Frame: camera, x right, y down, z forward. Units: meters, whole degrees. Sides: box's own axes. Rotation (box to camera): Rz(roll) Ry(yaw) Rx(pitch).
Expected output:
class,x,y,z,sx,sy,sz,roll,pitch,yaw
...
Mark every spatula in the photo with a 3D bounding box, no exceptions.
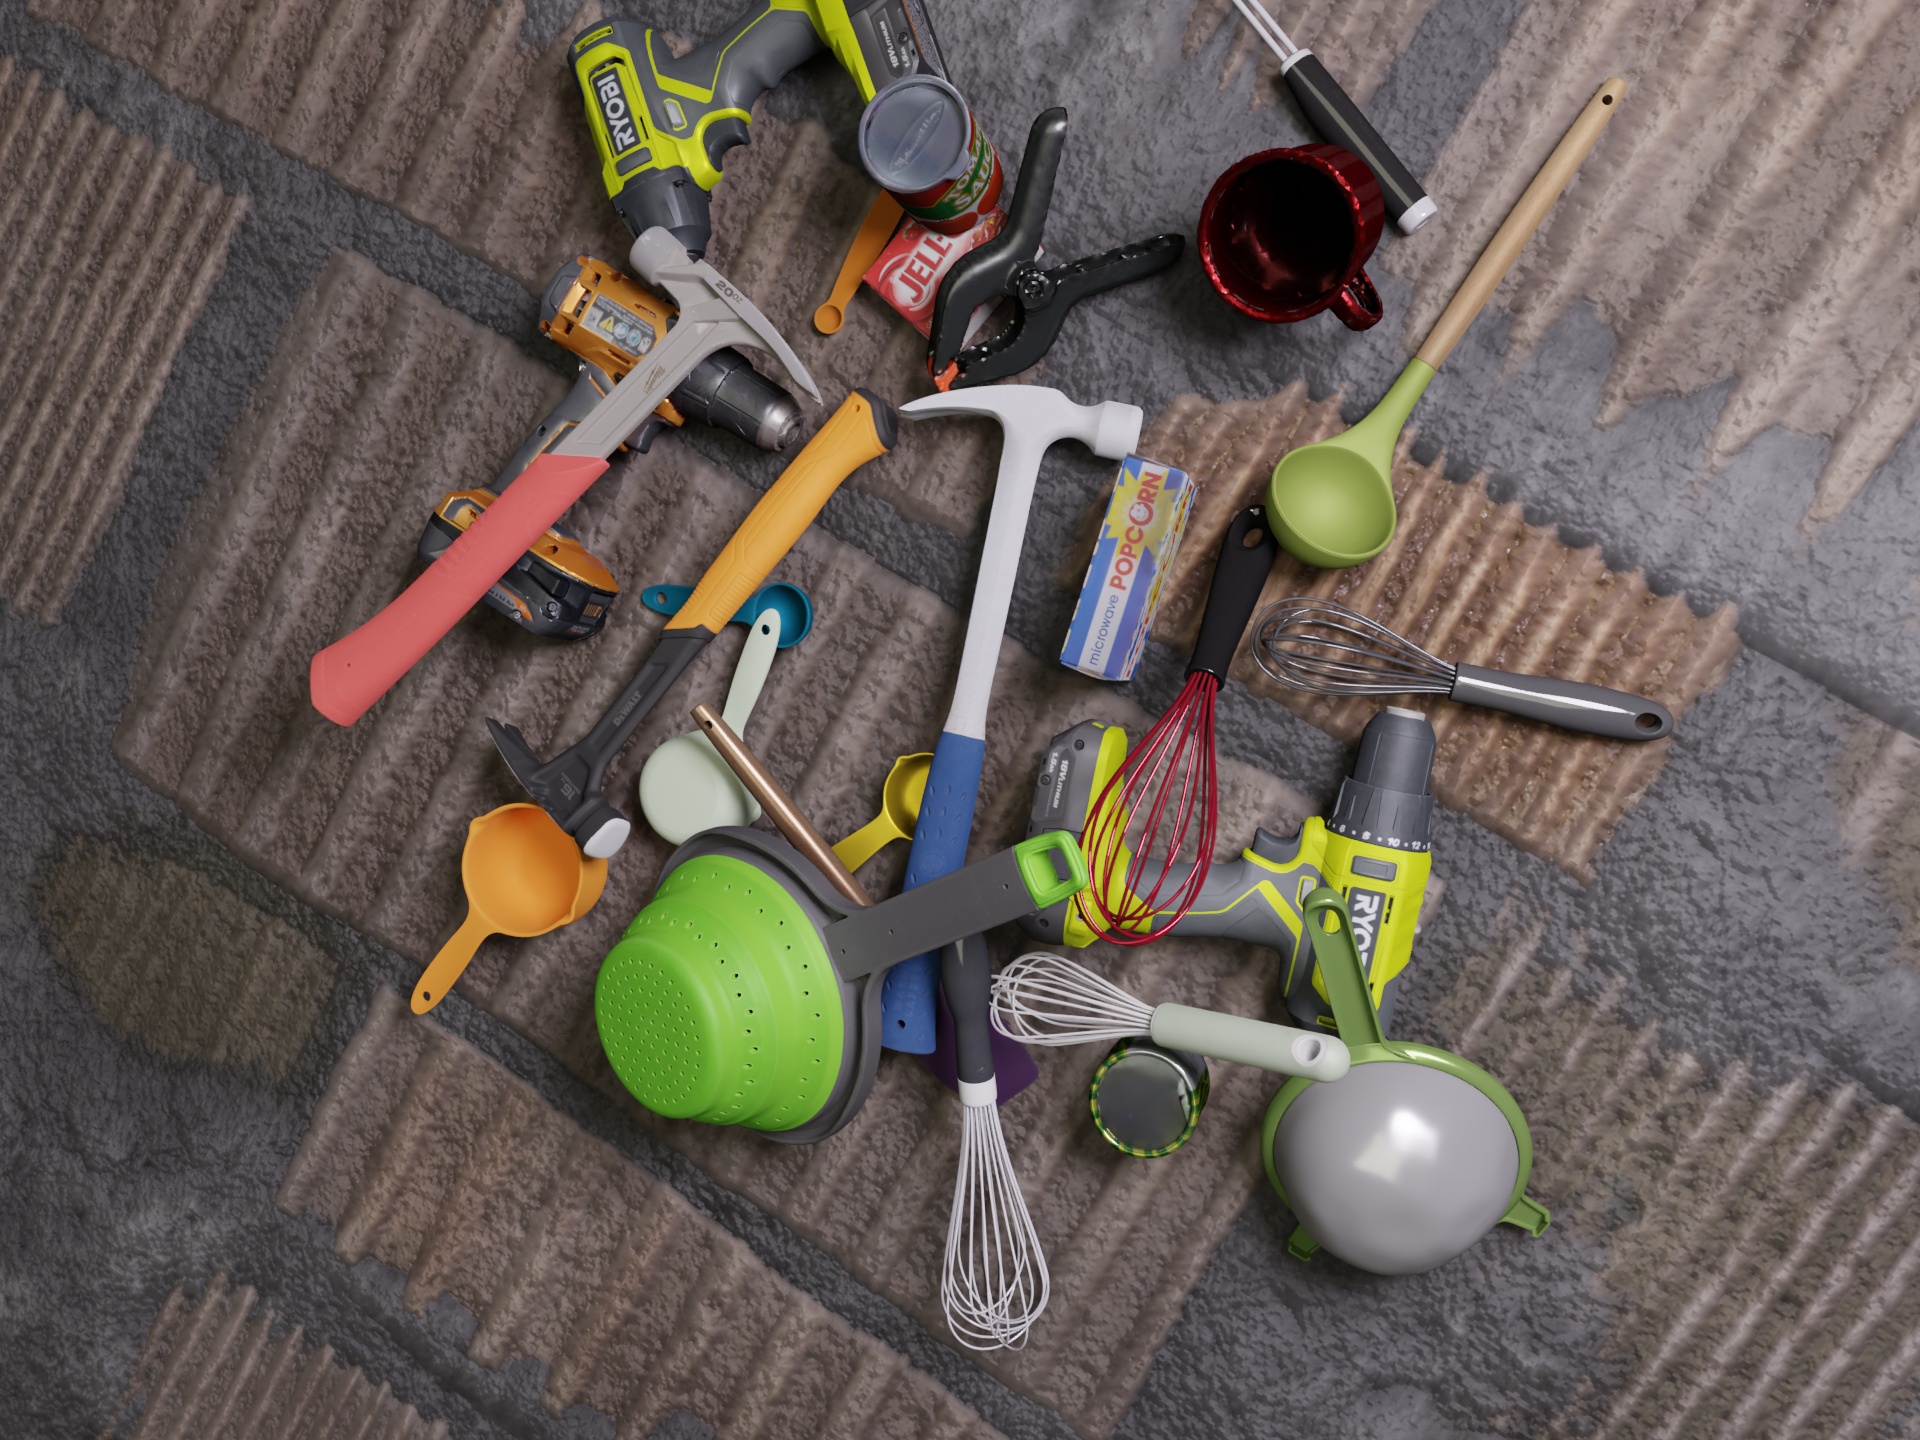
class,x,y,z,sx,sy,sz,roll,pitch,yaw
spatula,-0.066,0.115,0.989,0.060,0.018,0.316,-37,95,12

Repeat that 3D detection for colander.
class,x,y,z,sx,sy,sz,roll,pitch,yaw
colander,-0.096,0.144,0.905,0.397,0.094,0.204,-27,83,40

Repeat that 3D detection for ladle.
class,x,y,z,sx,sy,sz,roll,pitch,yaw
ladle,0.281,-0.225,0.900,0.078,0.062,0.320,34,97,1

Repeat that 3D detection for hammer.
class,x,y,z,sx,sy,sz,roll,pitch,yaw
hammer,-0.162,-0.077,1.010,0.127,0.034,0.337,43,95,26
hammer,-0.002,-0.003,0.960,0.144,0.035,0.405,12,91,4
hammer,-0.254,-0.126,0.970,0.359,0.036,0.149,-45,83,2

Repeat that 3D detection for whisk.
class,x,y,z,sx,sy,sz,roll,pitch,yaw
whisk,0.014,0.250,0.955,0.070,0.070,0.284,-2,103,15
whisk,0.109,0.172,0.906,0.246,0.059,0.058,4,60,42
whisk,0.285,-0.025,0.911,0.239,0.055,0.055,13,95,10
whisk,0.129,-0.007,0.880,0.073,0.073,0.296,16,61,14

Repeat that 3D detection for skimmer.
class,x,y,z,sx,sy,sz,roll,pitch,yaw
skimmer,0.165,-0.439,0.906,0.127,0.090,0.363,-35,84,-19

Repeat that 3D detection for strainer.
class,x,y,z,sx,sy,sz,roll,pitch,yaw
strainer,0.226,0.213,0.868,0.151,0.069,0.256,-12,114,18

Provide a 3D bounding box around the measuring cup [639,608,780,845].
class,x,y,z,sx,sy,sz,roll,pitch,yaw
measuring cup,-0.155,0.006,1.018,0.083,0.038,0.167,27,106,15

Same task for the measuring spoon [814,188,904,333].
class,x,y,z,sx,sy,sz,roll,pitch,yaw
measuring spoon,-0.059,-0.298,1.012,0.021,0.011,0.117,30,95,12

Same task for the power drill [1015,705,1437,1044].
class,x,y,z,sx,sy,sz,roll,pitch,yaw
power drill,0.158,0.071,0.929,0.228,0.080,0.190,12,96,11

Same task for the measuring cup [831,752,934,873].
class,x,y,z,sx,sy,sz,roll,pitch,yaw
measuring cup,-0.056,0.076,1.011,0.156,0.029,0.062,-36,83,15

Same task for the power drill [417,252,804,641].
class,x,y,z,sx,sy,sz,roll,pitch,yaw
power drill,-0.222,-0.161,1.023,0.185,0.084,0.226,32,95,10

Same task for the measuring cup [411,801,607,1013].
class,x,y,z,sx,sy,sz,roll,pitch,yaw
measuring cup,-0.305,0.128,1.065,0.095,0.052,0.173,42,103,10

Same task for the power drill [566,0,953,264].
class,x,y,z,sx,sy,sz,roll,pitch,yaw
power drill,-0.125,-0.386,0.993,0.223,0.080,0.171,-20,86,18

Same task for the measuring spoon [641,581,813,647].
class,x,y,z,sx,sy,sz,roll,pitch,yaw
measuring spoon,-0.150,-0.075,1.039,0.129,0.021,0.042,9,100,23
